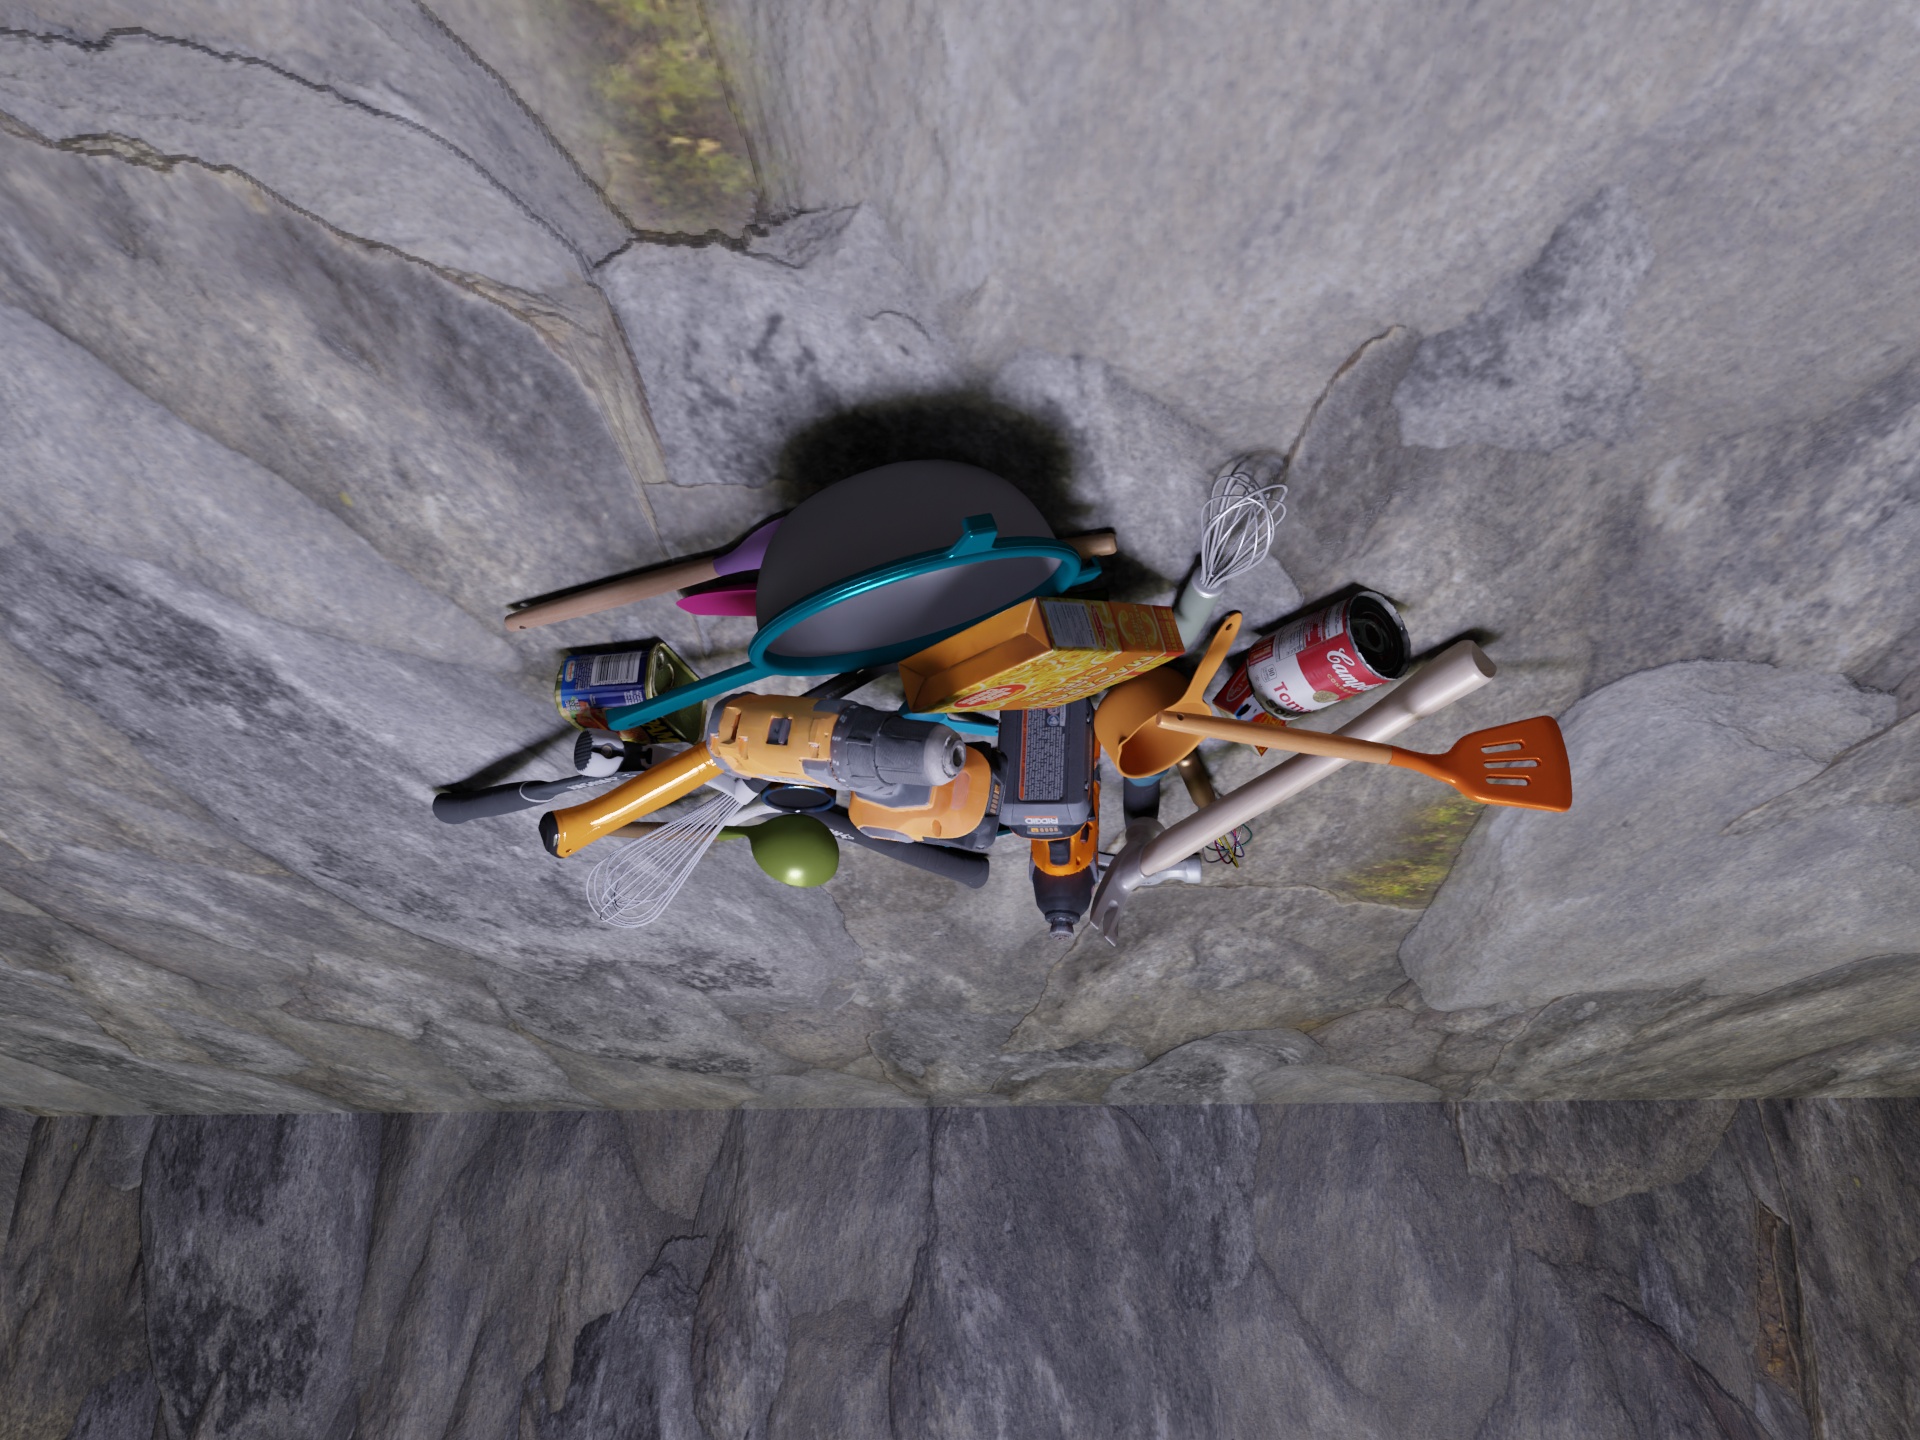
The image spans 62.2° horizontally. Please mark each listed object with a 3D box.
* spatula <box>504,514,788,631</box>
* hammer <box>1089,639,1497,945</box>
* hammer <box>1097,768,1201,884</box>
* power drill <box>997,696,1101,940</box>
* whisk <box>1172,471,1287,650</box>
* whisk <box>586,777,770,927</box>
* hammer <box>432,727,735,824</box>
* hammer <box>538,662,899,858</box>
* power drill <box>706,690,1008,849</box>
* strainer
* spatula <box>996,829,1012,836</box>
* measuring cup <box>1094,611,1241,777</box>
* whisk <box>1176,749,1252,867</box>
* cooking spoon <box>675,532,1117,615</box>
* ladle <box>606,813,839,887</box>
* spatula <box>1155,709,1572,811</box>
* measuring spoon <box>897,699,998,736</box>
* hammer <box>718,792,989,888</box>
[{"bbox_3d":[-0.191,-0.103,1.104,0.316,0.018,0.059,-12,151,24],"label":"spatula"},{"bbox_3d":[0.263,0.057,1.313,0.038,0.146,0.410,44,131,-10],"label":"hammer"},{"bbox_3d":[0.177,0.100,1.552,0.128,0.033,0.330,-3,156,5],"label":"hammer"},{"bbox_3d":[0.081,0.083,1.350,0.084,0.164,0.226,-1,155,9],"label":"power drill"},{"bbox_3d":[0.171,-0.099,1.080,0.059,0.058,0.246,-26,165,-13],"label":"whisk"},{"bbox_3d":[-0.206,0.079,1.348,0.284,0.070,0.070,-40,144,11],"label":"whisk"},{"bbox_3d":[-0.352,0.058,1.379,0.149,0.036,0.409,11,165,-40],"label":"hammer"},{"bbox_3d":[-0.162,0.017,1.199,0.337,0.034,0.127,-28,154,3],"label":"hammer"},{"bbox_3d":[-0.044,0.035,1.128,0.185,0.084,0.226,5,168,30],"label":"power drill"},{"bbox_3d":[-0.094,-0.085,1.005,0.340,0.095,0.211,-19,170,22],"label":"strainer"},{"bbox_3d":[-0.035,0.068,1.495,0.082,0.044,0.317,-11,150,25],"label":"spatula"},{"bbox_3d":[0.164,-0.032,1.236,0.095,0.052,0.173,-6,137,-35],"label":"measuring cup"},{"bbox_3d":[0.237,0.084,1.503,0.051,0.047,0.244,-6,153,17],"label":"whisk"},{"bbox_3d":[-0.048,-0.100,1.107,0.319,0.017,0.068,-7,167,16],"label":"cooking spoon"},{"bbox_3d":[-0.238,0.117,1.493,0.320,0.062,0.078,-2,-165,42],"label":"ladle"},{"bbox_3d":[0.299,0.017,1.177,0.322,0.081,0.041,8,152,-14],"label":"spatula"},{"bbox_3d":[-0.002,-0.004,1.340,0.128,0.021,0.042,10,155,-44],"label":"measuring spoon"},{"bbox_3d":[-0.092,0.119,1.594,0.146,0.035,0.334,-20,150,37],"label":"hammer"}]
